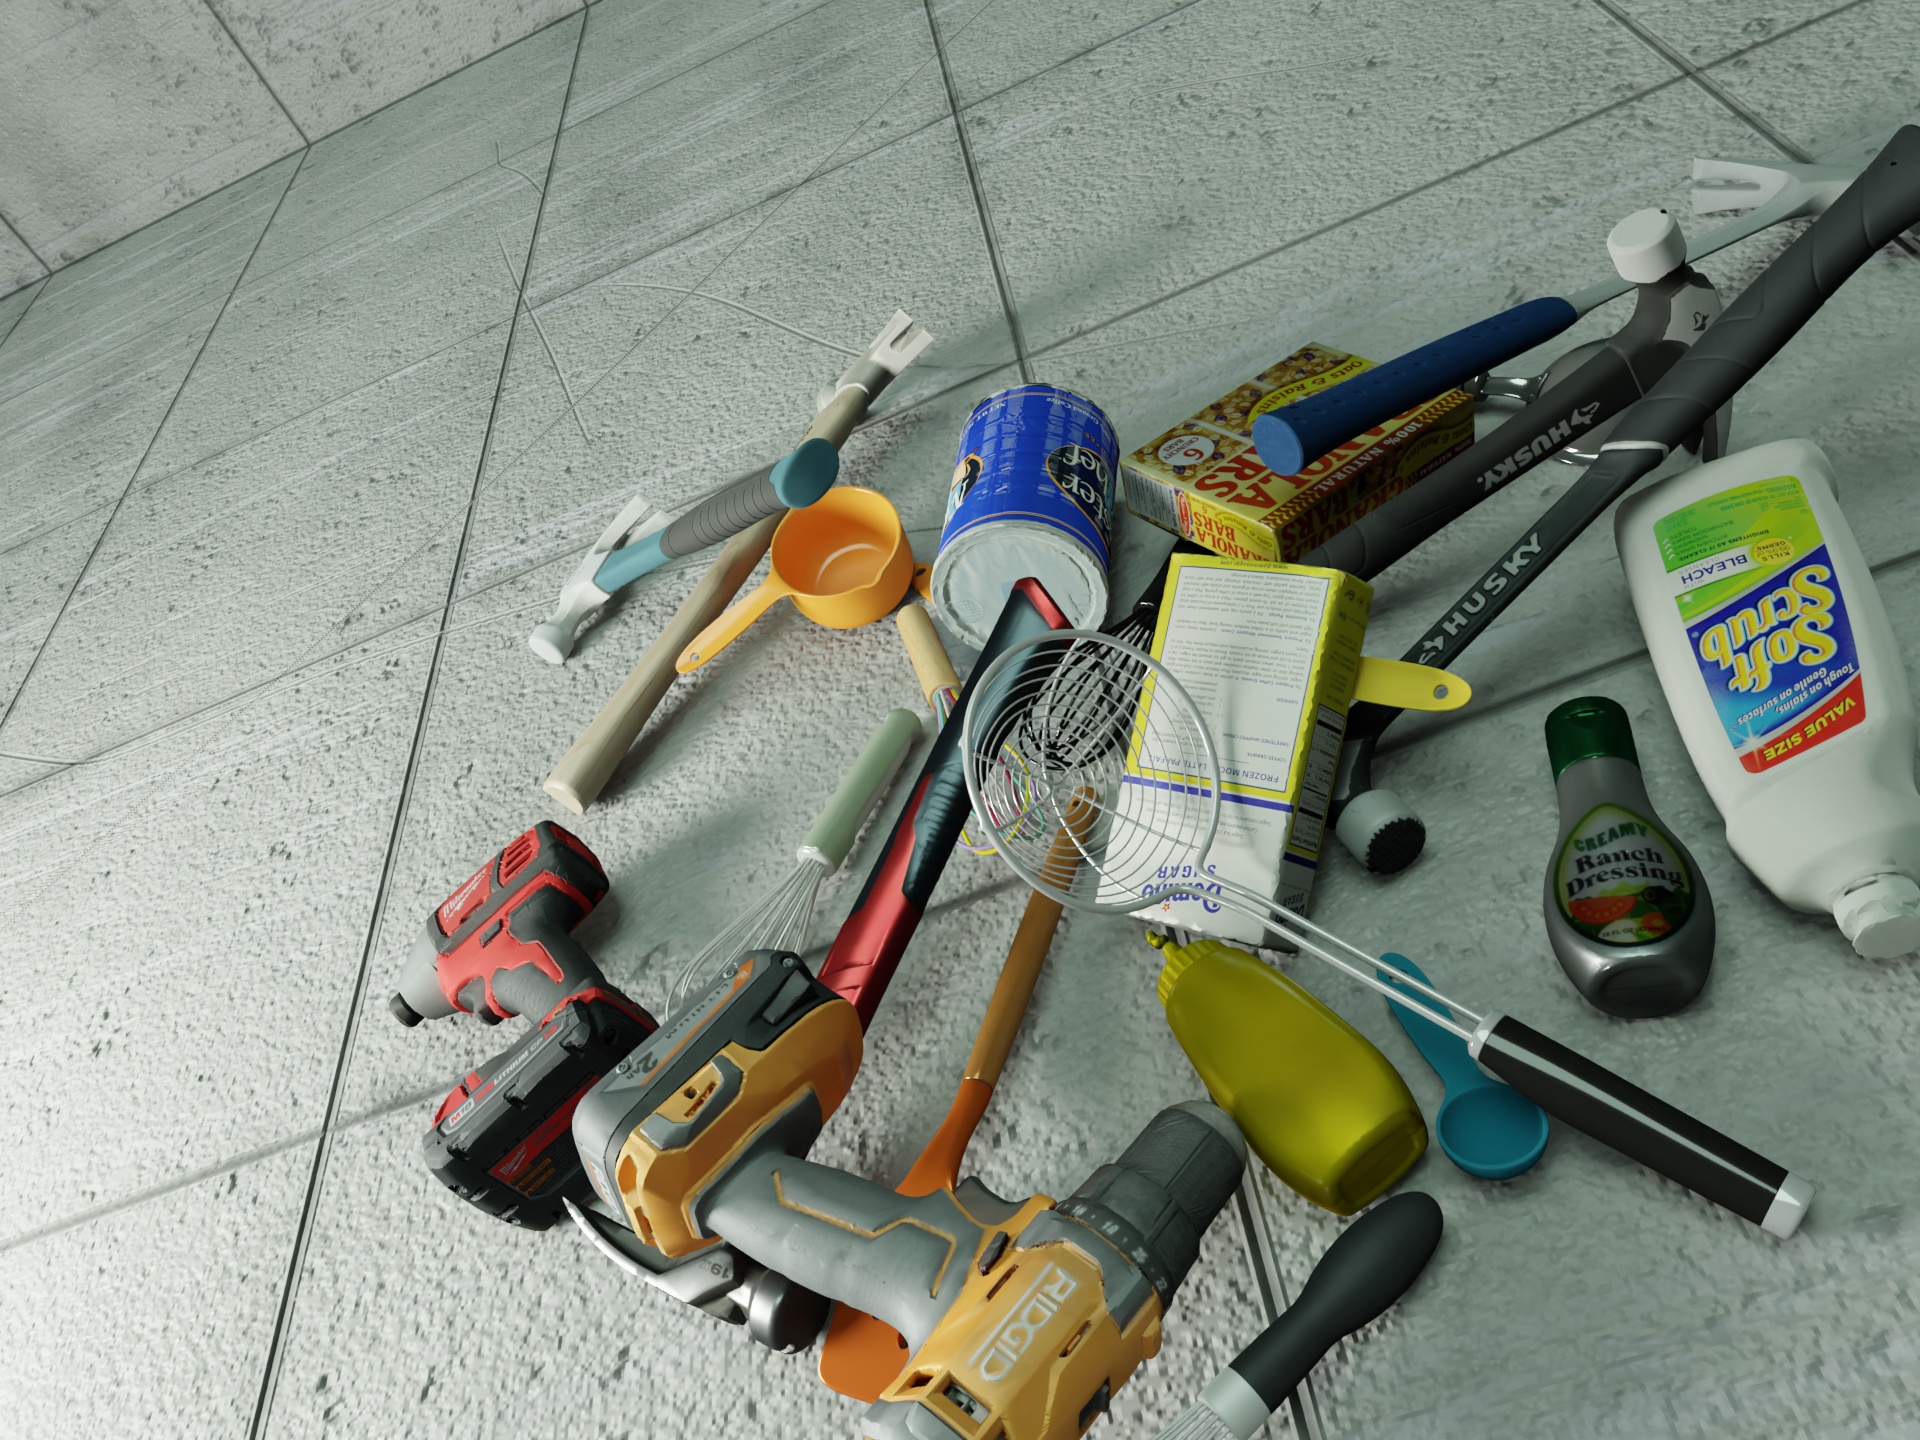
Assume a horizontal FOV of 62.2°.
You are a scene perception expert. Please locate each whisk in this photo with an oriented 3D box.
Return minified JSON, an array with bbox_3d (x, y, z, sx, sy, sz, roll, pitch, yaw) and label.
[{"bbox_3d":[0.075,0.268,0.570,0.284,0.070,0.070,-38,40,-18],"label":"whisk"},{"bbox_3d":[0.000,-0.004,0.907,0.051,0.047,0.245,1,32,-16],"label":"whisk"},{"bbox_3d":[0.106,-0.059,0.901,0.055,0.055,0.239,11,50,38],"label":"whisk"},{"bbox_3d":[-0.082,0.084,0.868,0.059,0.057,0.246,27,56,7],"label":"whisk"}]

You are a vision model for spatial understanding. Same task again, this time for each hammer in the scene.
[{"bbox_3d":[0.334,-0.229,0.876,0.405,0.035,0.144,-26,33,-15],"label":"hammer"},{"bbox_3d":[-0.148,-0.111,1.075,0.411,0.038,0.146,-59,15,-26],"label":"hammer"},{"bbox_3d":[0.300,-0.112,0.750,0.409,0.036,0.149,-47,35,10],"label":"hammer"},{"bbox_3d":[0.243,-0.106,0.826,0.335,0.146,0.035,-35,36,12],"label":"hammer"},{"bbox_3d":[-0.183,-0.122,1.054,0.331,0.033,0.128,-14,43,52],"label":"hammer"},{"bbox_3d":[-0.050,0.094,0.778,0.143,0.038,0.386,12,66,35],"label":"hammer"}]

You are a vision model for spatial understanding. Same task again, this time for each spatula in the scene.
[{"bbox_3d":[0.018,0.157,0.744,0.081,0.041,0.323,-3,43,29],"label":"spatula"}]

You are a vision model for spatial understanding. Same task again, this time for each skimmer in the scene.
[{"bbox_3d":[0.156,0.077,0.630,0.364,0.090,0.127,29,54,31],"label":"skimmer"}]

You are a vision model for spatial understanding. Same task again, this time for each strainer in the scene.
[{"bbox_3d":[0.307,-0.195,0.925,0.259,0.050,0.087,14,71,44],"label":"strainer"}]

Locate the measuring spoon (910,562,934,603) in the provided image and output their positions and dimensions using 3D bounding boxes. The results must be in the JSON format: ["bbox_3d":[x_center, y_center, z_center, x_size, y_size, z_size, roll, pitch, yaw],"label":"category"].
[{"bbox_3d":[-0.006,-0.079,1.011,0.021,0.011,0.117,-37,40,-9],"label":"measuring spoon"}]

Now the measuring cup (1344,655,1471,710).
[{"bbox_3d":[0.177,-0.019,0.769,0.157,0.029,0.062,12,79,42],"label":"measuring cup"}]

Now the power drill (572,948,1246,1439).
[{"bbox_3d":[-0.016,0.179,0.625,0.226,0.084,0.185,28,53,31],"label":"power drill"}]

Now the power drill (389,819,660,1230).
[{"bbox_3d":[-0.239,0.157,0.853,0.143,0.078,0.220,-42,36,-1],"label":"power drill"}]

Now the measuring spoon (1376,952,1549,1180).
[{"bbox_3d":[0.201,0.142,0.656,0.042,0.021,0.129,-20,31,2],"label":"measuring spoon"}]

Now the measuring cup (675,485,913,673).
[{"bbox_3d":[-0.106,-0.076,1.030,0.173,0.052,0.095,-40,58,-6],"label":"measuring cup"}]
